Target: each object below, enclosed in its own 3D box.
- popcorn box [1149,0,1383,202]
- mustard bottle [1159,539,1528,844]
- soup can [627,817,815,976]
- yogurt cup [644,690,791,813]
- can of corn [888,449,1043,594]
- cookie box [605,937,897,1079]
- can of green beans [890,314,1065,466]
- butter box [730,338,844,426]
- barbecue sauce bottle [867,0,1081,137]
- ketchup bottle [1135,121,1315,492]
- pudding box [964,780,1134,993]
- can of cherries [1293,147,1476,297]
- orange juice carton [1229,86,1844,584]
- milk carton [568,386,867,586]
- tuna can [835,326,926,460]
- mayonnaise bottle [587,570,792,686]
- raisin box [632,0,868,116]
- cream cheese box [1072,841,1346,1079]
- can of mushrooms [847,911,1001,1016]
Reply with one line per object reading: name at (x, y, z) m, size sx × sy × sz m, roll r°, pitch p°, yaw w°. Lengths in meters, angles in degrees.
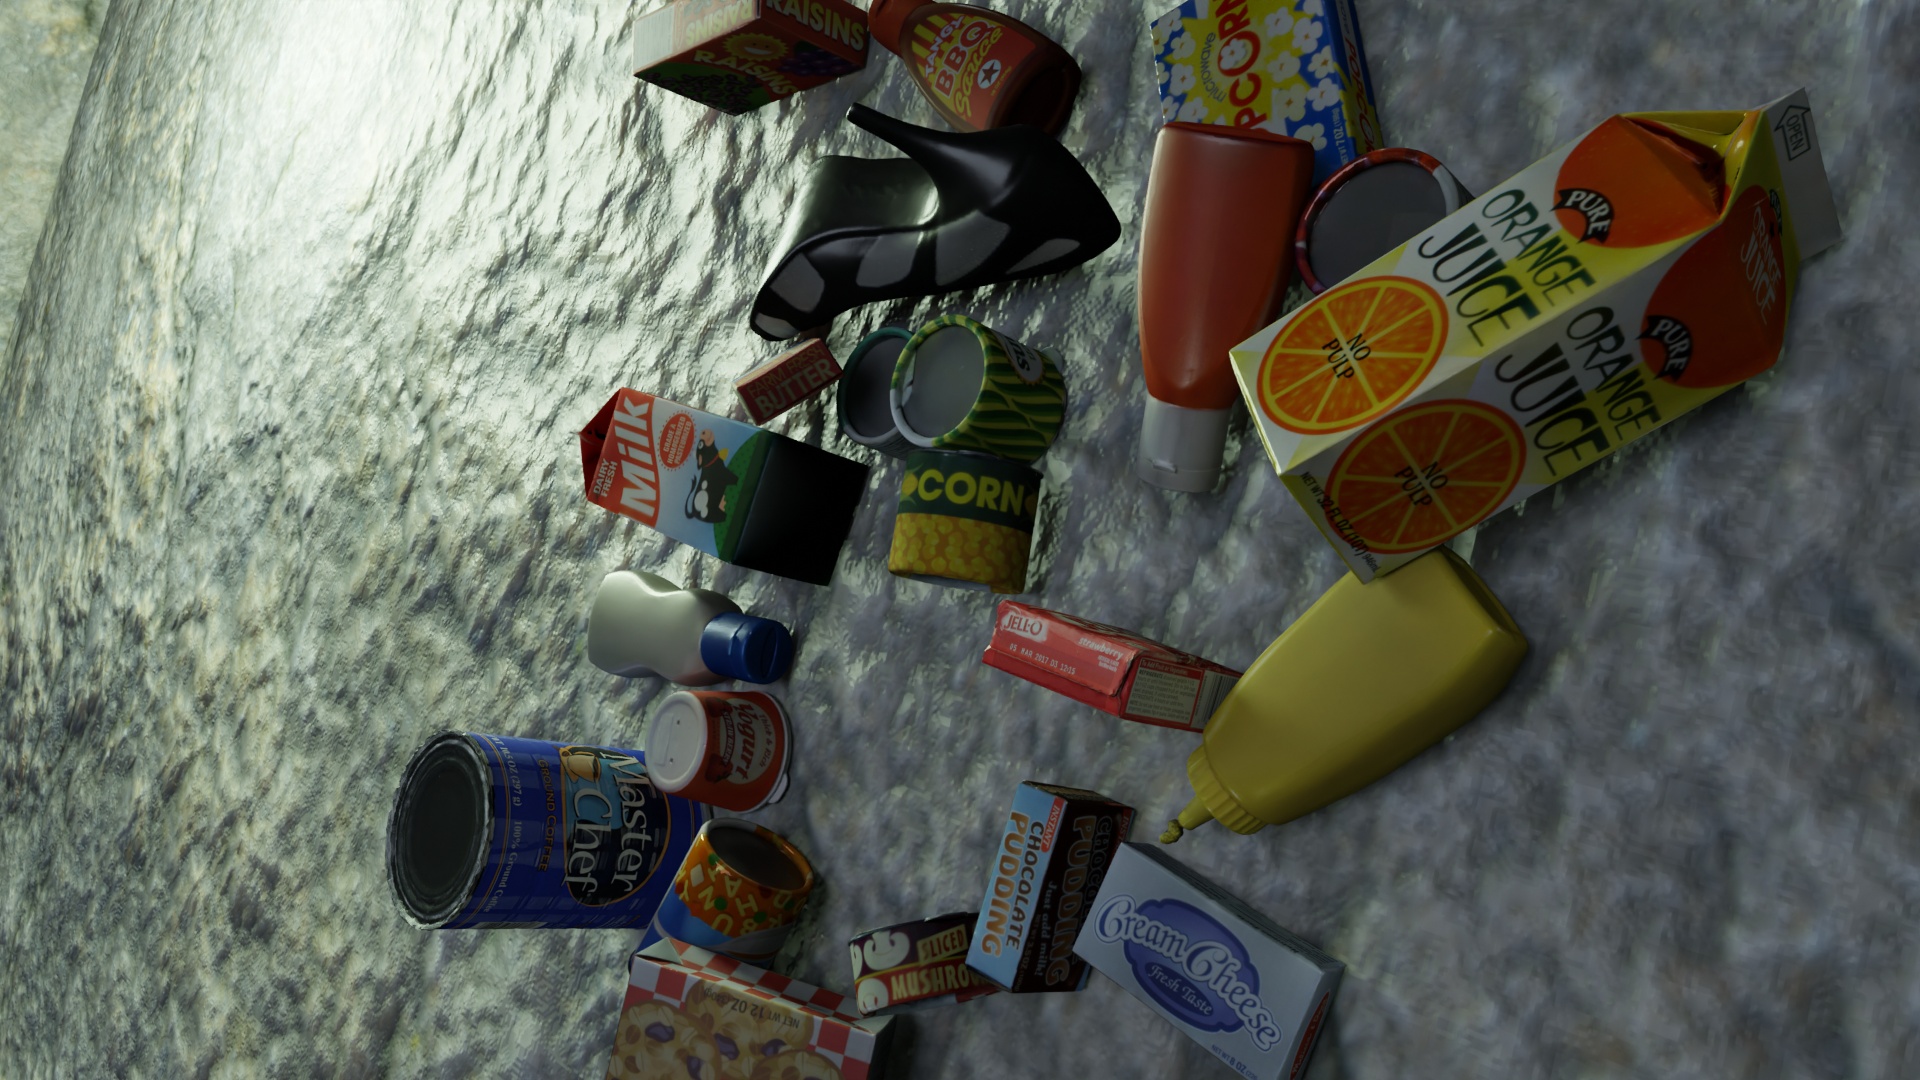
popcorn box at (0.134, -0.190, 0.612) m, size 0.085 × 0.038 × 0.127 m, roll -19°, pitch 65°, yaw 36°
mustard bottle at (0.134, 0.068, 0.529) m, size 0.159 × 0.049 × 0.065 m, roll -44°, pitch 48°, yaw 25°
soup can at (-0.119, 0.196, 0.710) m, size 0.071 × 0.071 × 0.083 m, roll 38°, pitch 104°, yaw 42°
yogurt cup at (-0.134, 0.112, 0.755) m, size 0.072 × 0.054 × 0.072 m, roll -14°, pitch 68°, yaw 40°
can of corn at (0.002, -0.008, 0.656) m, size 0.071 × 0.071 × 0.058 m, roll 4°, pitch 82°, yaw 43°
cookie box at (-0.110, 0.288, 0.648) m, size 0.123 × 0.040 × 0.167 m, roll 13°, pitch 90°, yaw 13°
can of green beans at (0.008, -0.071, 0.677) m, size 0.071 × 0.058 × 0.071 m, roll -13°, pitch 69°, yaw 39°
butter box at (-0.095, -0.087, 0.749) m, size 0.053 × 0.024 × 0.103 m, roll -31°, pitch 13°, yaw -5°
barbecue sauce bottle at (0.001, -0.259, 0.748) m, size 0.064 × 0.043 × 0.149 m, roll -55°, pitch 49°, yaw 14°
ketchup bottle at (0.102, -0.095, 0.578) m, size 0.065 × 0.044 × 0.148 m, roll 18°, pitch 113°, yaw 25°
pudding box at (0.039, 0.148, 0.592) m, size 0.030 × 0.049 × 0.083 m, roll 15°, pitch 88°, yaw 45°
can of cherries at (0.171, -0.111, 0.542) m, size 0.071 × 0.058 × 0.071 m, roll -13°, pitch 70°, yaw 39°
orange juice carton at (0.198, -0.072, 0.473) m, size 0.192 × 0.071 × 0.073 m, roll -31°, pitch 39°, yaw 19°
milk carton at (-0.149, -0.037, 0.799) m, size 0.191 × 0.072 × 0.073 m, roll 19°, pitch 92°, yaw 44°
tuna can at (-0.032, -0.080, 0.733) m, size 0.071 × 0.033 × 0.071 m, roll -13°, pitch 70°, yaw 39°
mayonnaise bottle at (-0.158, 0.055, 0.803) m, size 0.148 × 0.041 × 0.065 m, roll 7°, pitch 84°, yaw 42°
raisin box at (-0.129, -0.304, 0.849) m, size 0.123 × 0.086 × 0.040 m, roll -3°, pitch 82°, yaw 42°
cream cheese box at (0.097, 0.167, 0.551) m, size 0.104 × 0.024 × 0.053 m, roll 26°, pitch 94°, yaw 43°
can of mushrooms at (-0.014, 0.188, 0.615) m, size 0.071 × 0.071 × 0.033 m, roll -27°, pitch 62°, yaw 34°
